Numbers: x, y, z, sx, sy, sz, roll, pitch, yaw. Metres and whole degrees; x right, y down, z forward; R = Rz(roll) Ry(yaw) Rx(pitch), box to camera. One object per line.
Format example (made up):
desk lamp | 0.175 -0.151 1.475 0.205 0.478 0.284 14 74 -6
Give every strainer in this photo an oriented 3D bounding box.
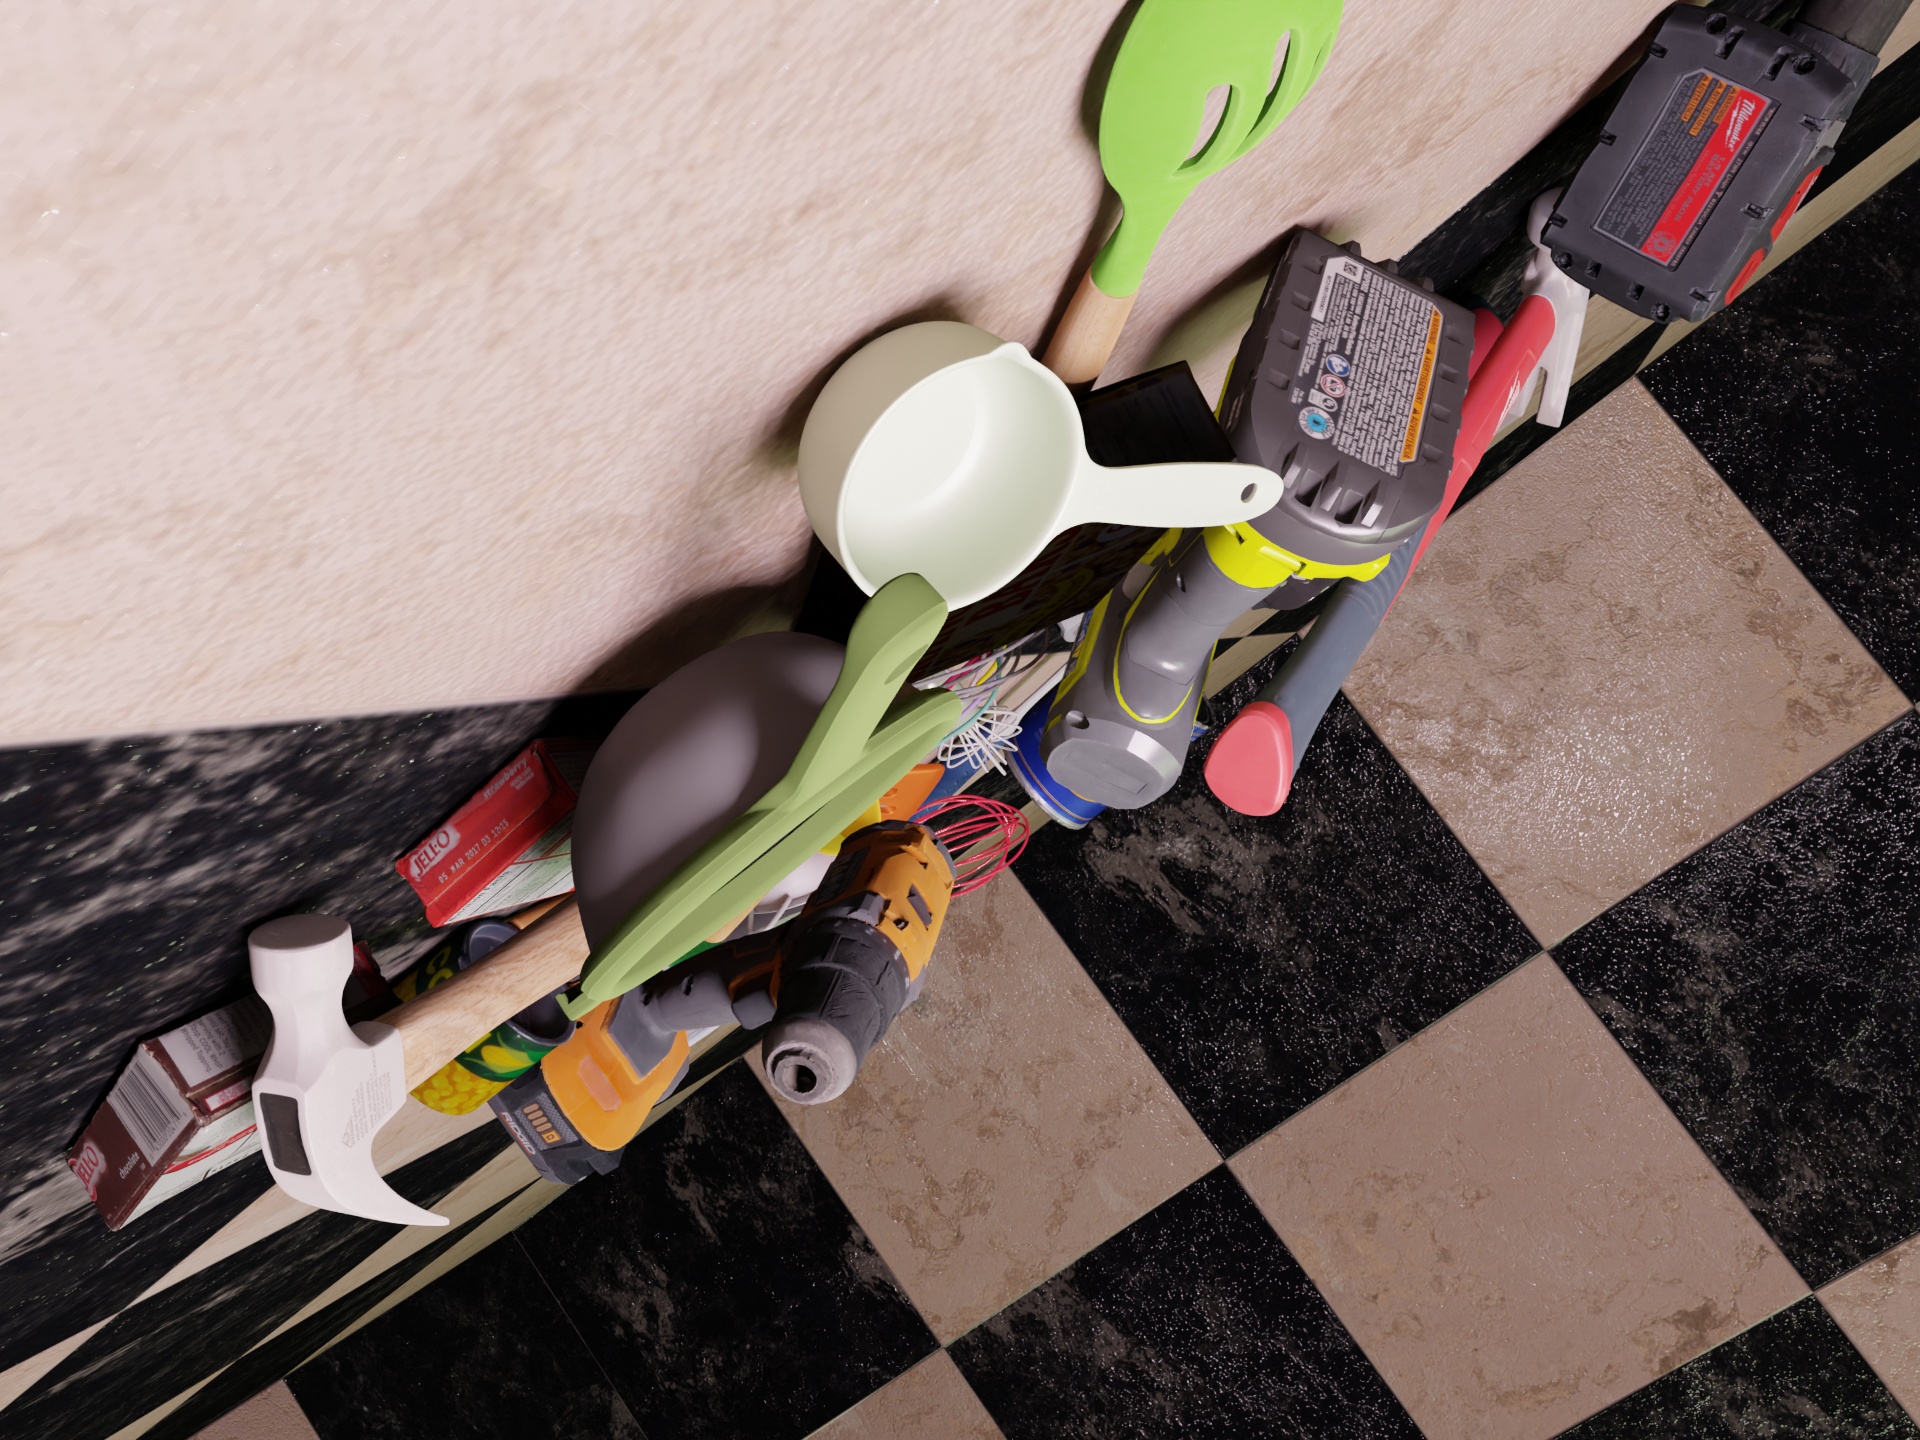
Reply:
strainer | -0.062 0.001 0.466 0.151 0.069 0.256 -37 174 -26
strainer | -0.084 0.076 1.052 0.087 0.050 0.258 -9 -171 21

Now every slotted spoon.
slotted spoon | 0.042 -0.122 0.482 0.070 0.031 0.313 -31 172 -17

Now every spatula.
spatula | -0.119 0.072 0.863 0.081 0.041 0.322 -50 165 29

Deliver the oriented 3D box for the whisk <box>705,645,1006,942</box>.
whisk | -0.058 0.034 0.803 0.245 0.051 0.047 -47 171 25

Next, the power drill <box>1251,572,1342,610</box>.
power drill | 0.263 -0.137 1.178 0.171 0.080 0.223 -38 175 10

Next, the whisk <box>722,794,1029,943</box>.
whisk | -0.084 0.118 1.113 0.296 0.073 0.073 -20 167 -18

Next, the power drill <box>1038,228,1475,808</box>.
power drill | 0.113 -0.088 0.657 0.228 0.080 0.191 124 -12 -59

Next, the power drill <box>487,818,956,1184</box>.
power drill | -0.115 0.140 0.743 0.226 0.084 0.185 -25 -164 19

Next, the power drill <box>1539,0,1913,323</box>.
power drill | 0.366 -0.276 0.732 0.226 0.080 0.187 -27 148 -52

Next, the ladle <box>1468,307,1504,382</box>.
ladle | 0.189 -0.152 0.842 0.315 0.031 0.069 -24 128 -26

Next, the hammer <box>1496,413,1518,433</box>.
hammer | 0.406 -0.240 1.327 0.149 0.037 0.359 -39 172 16

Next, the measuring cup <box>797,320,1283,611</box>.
measuring cup | 0.027 -0.074 0.458 0.167 0.038 0.083 -5 127 -38

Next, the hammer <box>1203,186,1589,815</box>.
hammer | 0.222 -0.093 0.768 0.386 0.038 0.143 -52 151 -29

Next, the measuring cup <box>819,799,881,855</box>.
measuring cup | -0.055 0.030 0.906 0.029 0.062 0.156 -21 -170 24

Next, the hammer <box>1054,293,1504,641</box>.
hammer | 0.182 -0.148 0.907 0.331 0.033 0.128 -35 171 -11

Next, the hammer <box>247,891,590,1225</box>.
hammer | -0.164 0.094 0.660 0.031 0.130 0.331 6 -165 18

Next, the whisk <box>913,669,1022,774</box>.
whisk | -0.001 -0.003 0.926 0.059 0.058 0.246 -29 168 3

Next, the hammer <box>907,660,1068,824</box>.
hammer | 0.041 -0.003 1.138 0.144 0.035 0.405 -28 168 -47

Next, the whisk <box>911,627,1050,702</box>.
whisk | -0.058 -0.003 0.678 0.239 0.055 0.055 -29 169 -26
